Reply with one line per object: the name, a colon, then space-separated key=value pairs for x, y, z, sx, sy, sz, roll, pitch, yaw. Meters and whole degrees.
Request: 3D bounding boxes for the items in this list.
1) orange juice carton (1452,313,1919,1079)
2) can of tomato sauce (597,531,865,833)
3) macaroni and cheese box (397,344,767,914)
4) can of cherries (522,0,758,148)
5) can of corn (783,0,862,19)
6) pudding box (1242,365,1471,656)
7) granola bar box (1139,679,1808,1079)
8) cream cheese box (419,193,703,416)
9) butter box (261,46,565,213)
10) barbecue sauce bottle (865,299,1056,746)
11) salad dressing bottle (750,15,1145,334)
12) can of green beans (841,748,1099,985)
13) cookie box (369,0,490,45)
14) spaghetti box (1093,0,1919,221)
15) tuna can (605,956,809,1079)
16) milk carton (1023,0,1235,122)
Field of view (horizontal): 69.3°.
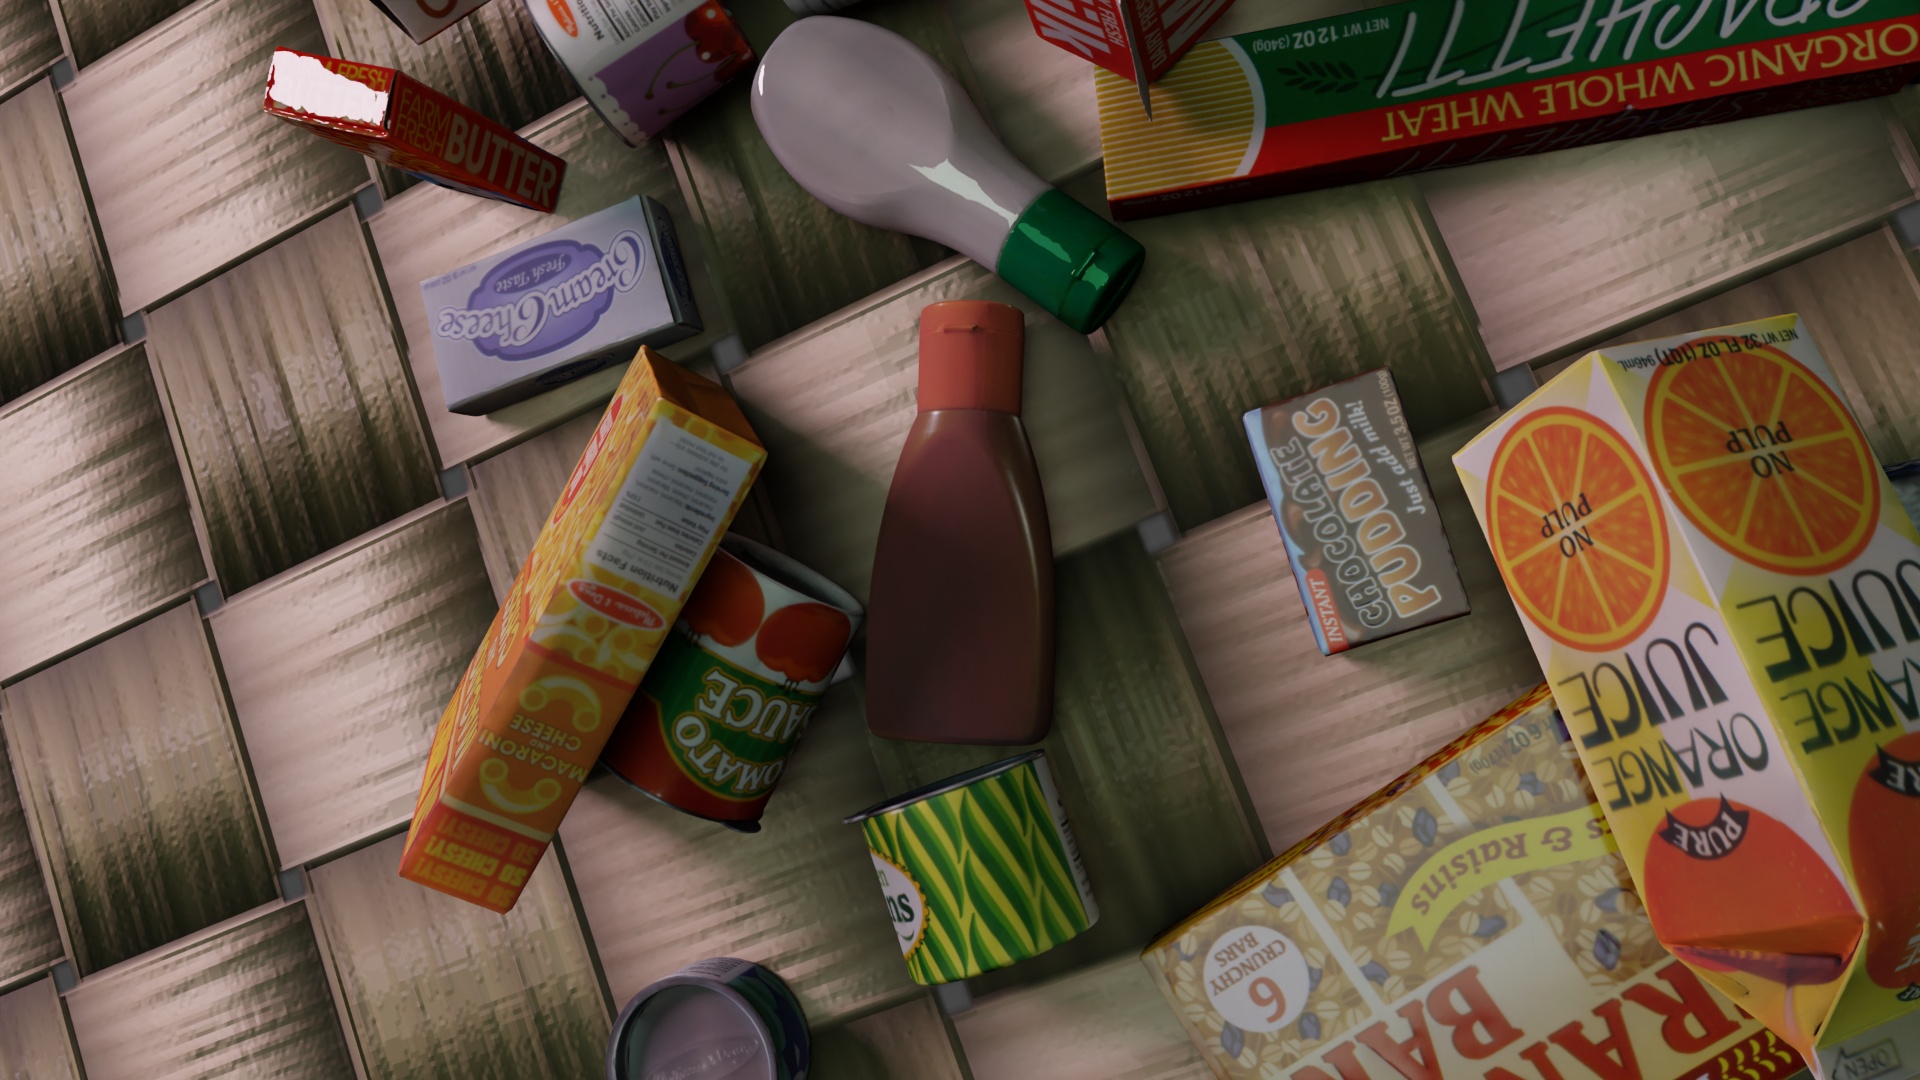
orange juice carton: x=0.215 y=0.042 z=0.372 sx=0.072 sy=0.072 sz=0.193 roll=-11 pitch=71 yaw=-17
can of tomato sauce: x=-0.079 y=0.047 z=0.483 sx=0.071 sy=0.071 sz=0.083 roll=29 pitch=94 yaw=15
macaroni and cheese box: x=-0.127 y=0.022 z=0.470 sx=0.040 sy=0.124 sz=0.166 roll=28 pitch=96 yaw=-20
can of cherries: x=-0.115 y=-0.187 z=0.506 sx=0.058 sy=0.071 sz=0.071 roll=-33 pitch=79 yaw=5
can of corn: x=-0.041 y=-0.227 z=0.487 sx=0.058 sy=0.071 sz=0.071 roll=-15 pitch=83 yaw=15
pudding box: x=0.127 y=-0.009 z=0.449 sx=0.049 sy=0.030 sz=0.084 roll=-18 pitch=82 yaw=15
granola bar box: x=0.159 y=0.135 z=0.428 sx=0.165 sy=0.039 sz=0.124 roll=-36 pitch=79 yaw=10
cream cheese box: x=-0.155 y=-0.089 z=0.533 sx=0.104 sy=0.024 sz=0.053 roll=-18 pitch=83 yaw=14
butter box: x=-0.195 y=-0.147 z=0.506 sx=0.053 sy=0.103 sz=0.024 roll=16 pitch=93 yaw=15
barbecue sauce bottle: x=0.002 y=-0.006 z=0.477 sx=0.065 sy=0.043 sz=0.148 roll=1 pitch=87 yaw=14
salad dressing bottle: x=-0.005 y=-0.127 z=0.485 sx=0.148 sy=0.044 sz=0.064 roll=37 pitch=95 yaw=13
can of green beans: x=0.006 y=0.107 z=0.457 sx=0.071 sy=0.071 sz=0.058 roll=-21 pitch=83 yaw=13
cookie box: x=-0.141 y=-0.265 z=0.501 sx=0.167 sy=0.040 sz=0.123 roll=-25 pitch=48 yaw=13
spaghetti box: x=0.168 y=-0.150 z=0.447 sx=0.250 sy=0.029 sz=0.050 roll=-6 pitch=86 yaw=15
tuna can: x=-0.088 y=0.187 z=0.496 sx=0.071 sy=0.033 sz=0.071 roll=-1 pitch=87 yaw=15
milk carton: x=0.047 y=-0.235 z=0.445 sx=0.073 sy=0.072 sz=0.191 roll=-8 pitch=75 yaw=15
